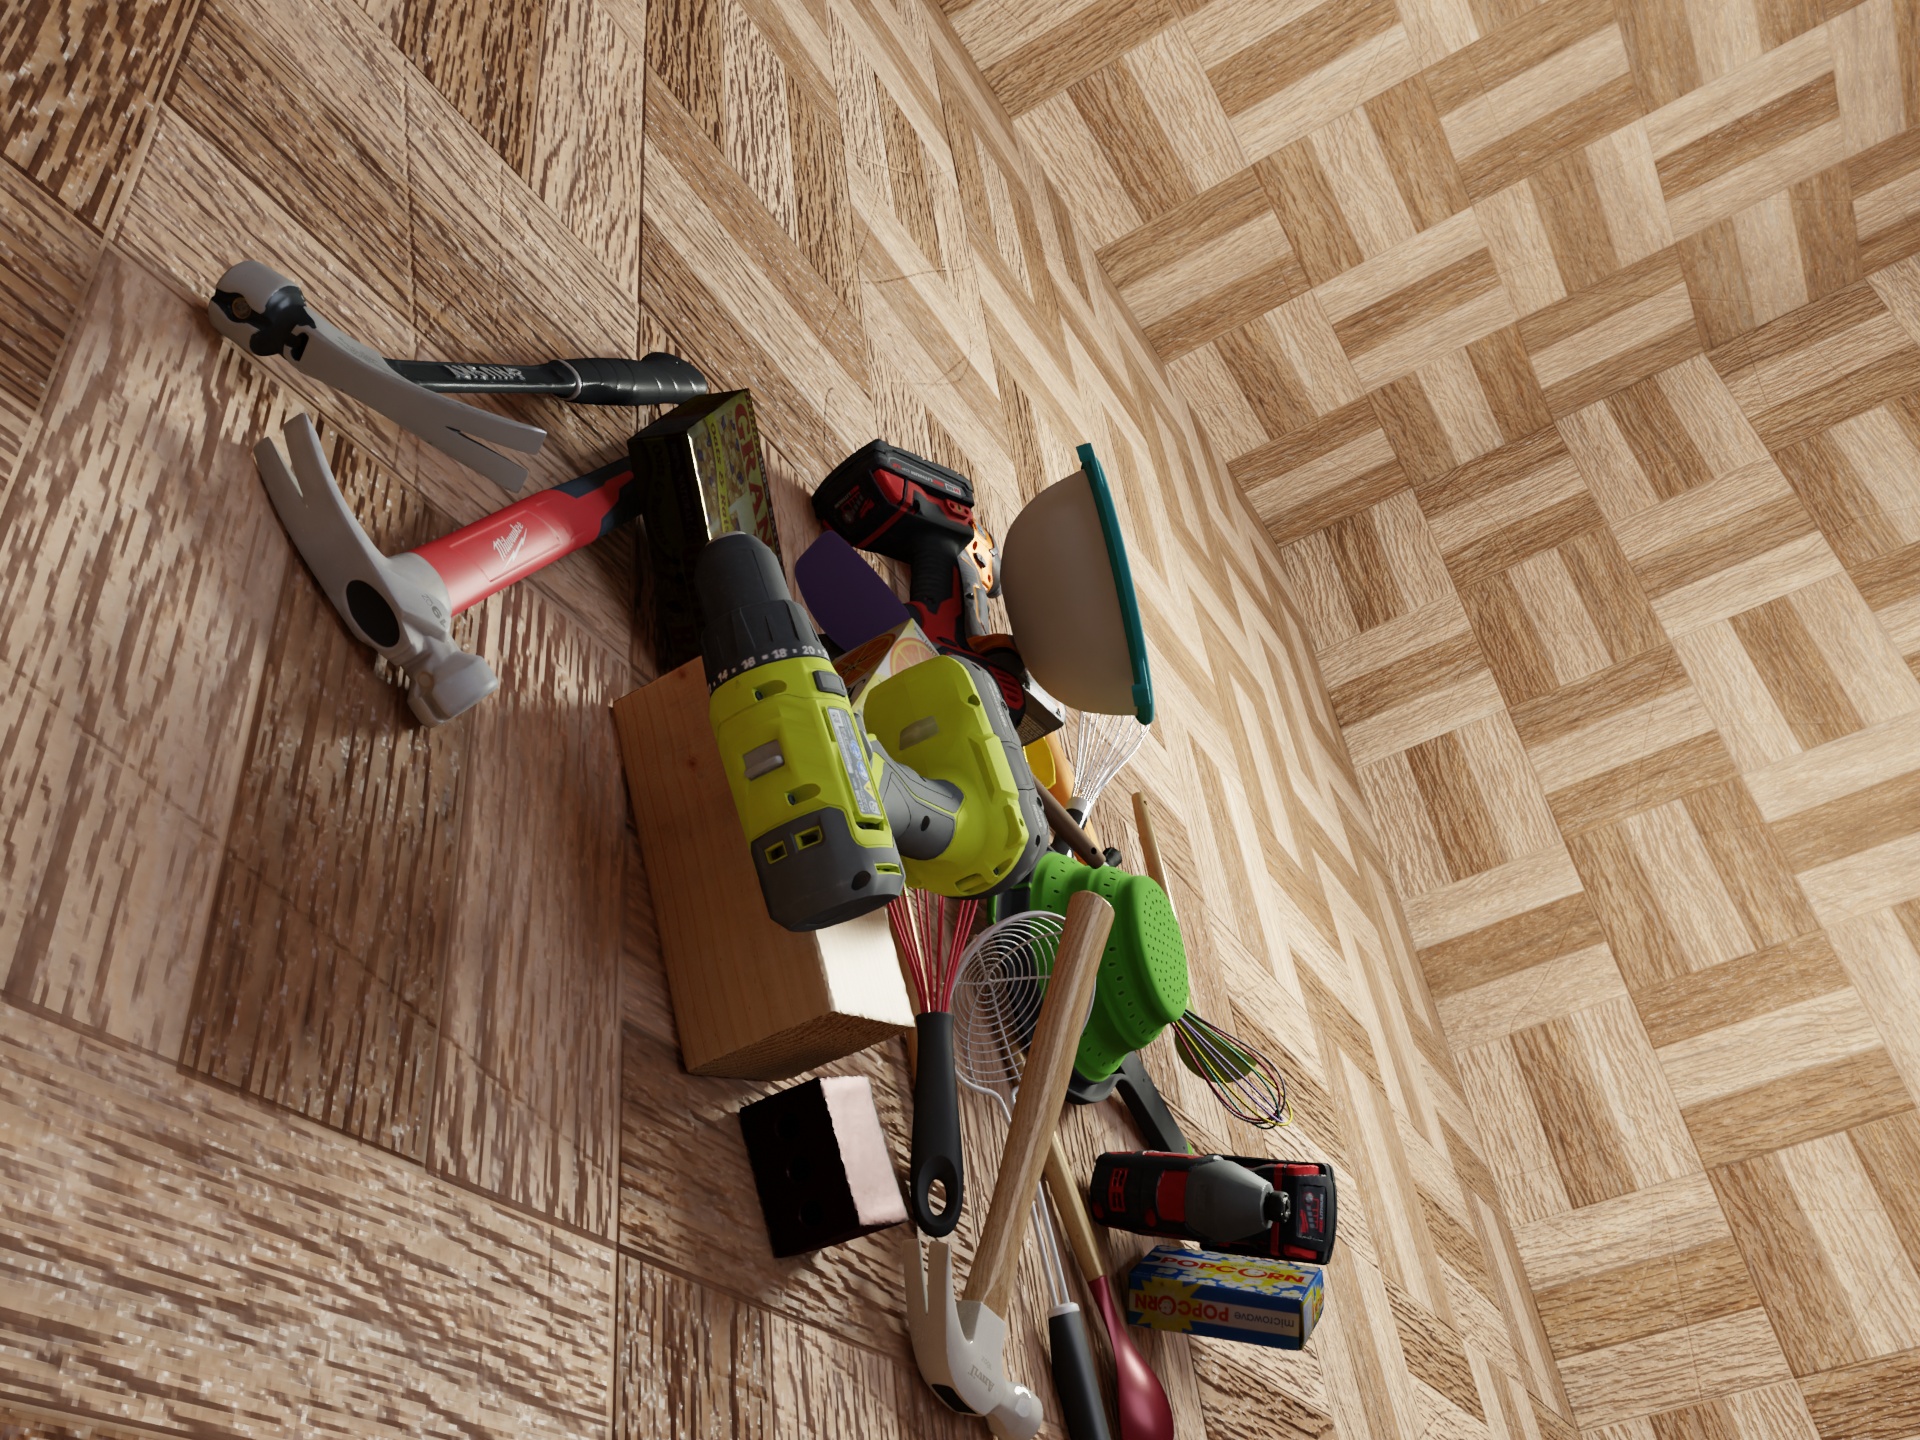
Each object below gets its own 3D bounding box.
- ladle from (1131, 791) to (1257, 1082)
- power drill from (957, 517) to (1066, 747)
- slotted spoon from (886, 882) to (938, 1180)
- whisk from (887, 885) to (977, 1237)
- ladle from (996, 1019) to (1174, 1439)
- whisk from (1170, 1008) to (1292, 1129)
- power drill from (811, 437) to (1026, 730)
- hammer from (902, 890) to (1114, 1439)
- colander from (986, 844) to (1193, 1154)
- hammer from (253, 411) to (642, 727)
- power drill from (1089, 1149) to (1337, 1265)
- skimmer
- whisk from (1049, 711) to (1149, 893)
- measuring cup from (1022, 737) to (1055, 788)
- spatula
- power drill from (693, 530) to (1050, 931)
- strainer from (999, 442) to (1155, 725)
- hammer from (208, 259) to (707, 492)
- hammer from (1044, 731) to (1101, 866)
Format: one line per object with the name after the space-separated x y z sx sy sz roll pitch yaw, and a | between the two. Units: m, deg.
0.203 0.186 1.450 0.078 0.062 0.321 38 31 -40 | ladle
0.016 -0.085 1.362 0.164 0.084 0.227 38 29 -53 | power drill
-0.038 0.140 1.030 0.070 0.031 0.314 23 47 -48 | slotted spoon
-0.017 0.162 0.974 0.073 0.073 0.296 37 46 -54 | whisk
0.083 0.356 1.090 0.069 0.031 0.316 16 50 -63 | ladle
0.184 0.248 1.327 0.245 0.047 0.051 45 -31 26 | whisk
-0.049 -0.095 1.183 0.187 0.080 0.227 15 51 -41 | power drill
0.042 0.243 0.955 0.129 0.031 0.331 52 42 -35 | hammer
0.146 0.239 1.237 0.396 0.094 0.205 60 26 -32 | colander
-0.220 -0.123 0.855 0.143 0.038 0.386 60 20 -11 | hammer
0.204 0.363 1.198 0.219 0.143 0.079 31 60 -55 | power drill
0.066 0.306 1.007 0.127 0.090 0.364 4 61 -36 | skimmer
0.112 0.057 1.394 0.070 0.070 0.285 55 40 -27 | whisk
0.046 0.067 1.352 0.062 0.029 0.157 57 33 -28 | measuring cup
-0.002 -0.004 1.112 0.315 0.018 0.060 47 64 -18 | spatula
-0.048 0.010 0.814 0.228 0.080 0.191 15 53 -64 | power drill
0.085 -0.085 1.286 0.340 0.095 0.211 62 15 -84 | strainer
-0.220 -0.185 0.868 0.149 0.036 0.409 31 15 3 | hammer
0.119 0.119 1.450 0.127 0.034 0.337 1 65 -68 | hammer
